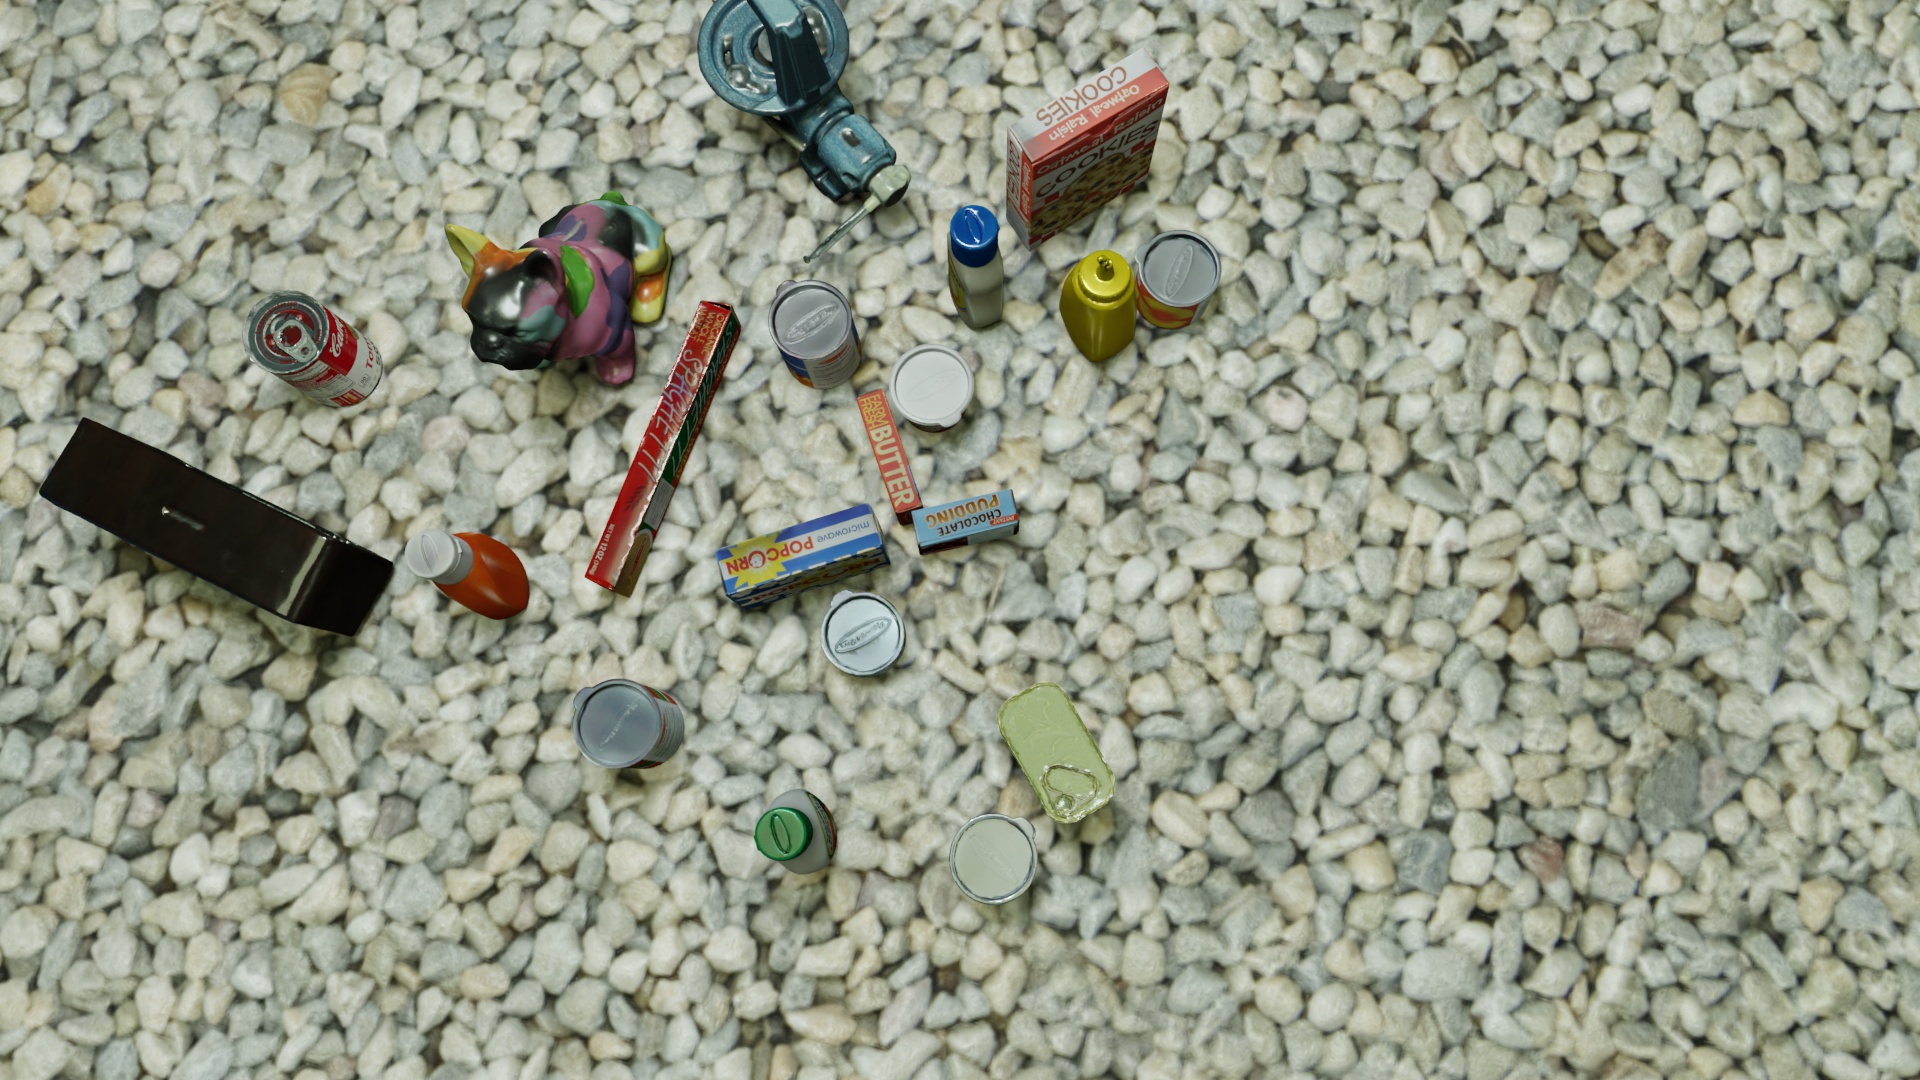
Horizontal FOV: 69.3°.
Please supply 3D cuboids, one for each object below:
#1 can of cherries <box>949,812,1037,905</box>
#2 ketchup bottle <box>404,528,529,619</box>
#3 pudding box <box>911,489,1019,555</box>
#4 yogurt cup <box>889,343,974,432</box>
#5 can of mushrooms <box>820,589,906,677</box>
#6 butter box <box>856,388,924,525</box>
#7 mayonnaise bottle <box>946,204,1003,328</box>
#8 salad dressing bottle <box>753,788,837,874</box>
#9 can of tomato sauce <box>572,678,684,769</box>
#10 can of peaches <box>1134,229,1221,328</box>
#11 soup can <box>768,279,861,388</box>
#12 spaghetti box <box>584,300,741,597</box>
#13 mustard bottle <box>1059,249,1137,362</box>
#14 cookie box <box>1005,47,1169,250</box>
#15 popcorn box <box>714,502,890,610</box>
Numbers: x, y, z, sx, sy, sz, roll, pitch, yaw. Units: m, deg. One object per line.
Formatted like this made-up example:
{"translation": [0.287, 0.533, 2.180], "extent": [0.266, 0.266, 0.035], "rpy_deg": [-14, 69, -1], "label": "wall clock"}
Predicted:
{"translation": [0.027, 0.240, 1.058], "extent": [0.071, 0.058, 0.071], "rpy_deg": [0, 79, 1], "label": "can of cherries"}
{"translation": [-0.377, 0.021, 1.064], "extent": [0.043, 0.148, 0.065], "rpy_deg": [-21, 80, -2], "label": "ketchup bottle"}
{"translation": [0.004, -0.014, 1.112], "extent": [0.084, 0.049, 0.030], "rpy_deg": [-13, 79, -1], "label": "pudding box"}
{"translation": [-0.022, -0.120, 1.131], "extent": [0.072, 0.054, 0.072], "rpy_deg": [0, 79, 1], "label": "yogurt cup"}
{"translation": [-0.078, 0.074, 1.105], "extent": [0.071, 0.033, 0.071], "rpy_deg": [0, 79, 1], "label": "can of mushrooms"}
{"translation": [-0.056, -0.067, 1.122], "extent": [0.024, 0.053, 0.103], "rpy_deg": [-19, 79, -2], "label": "butter box"}
{"translation": [0.011, -0.220, 1.102], "extent": [0.041, 0.148, 0.065], "rpy_deg": [-20, 80, -2], "label": "mayonnaise bottle"}
{"translation": [-0.121, 0.215, 1.021], "extent": [0.044, 0.147, 0.064], "rpy_deg": [-19, 80, -2], "label": "salad dressing bottle"}
{"translation": [-0.256, 0.142, 1.071], "extent": [0.071, 0.083, 0.071], "rpy_deg": [0, 79, 1], "label": "can of tomato sauce"}
{"translation": [0.175, -0.215, 1.143], "extent": [0.071, 0.058, 0.071], "rpy_deg": [0, 79, 1], "label": "can of peaches"}
{"translation": [-0.118, -0.168, 1.128], "extent": [0.071, 0.083, 0.071], "rpy_deg": [0, 79, 1], "label": "soup can"}
{"translation": [-0.239, -0.076, 1.130], "extent": [0.029, 0.050, 0.250], "rpy_deg": [20, 80, 5], "label": "spaghetti box"}
{"translation": [0.111, -0.190, 1.088], "extent": [0.049, 0.160, 0.065], "rpy_deg": [-31, 80, -4], "label": "mustard bottle"}
{"translation": [0.098, -0.307, 1.107], "extent": [0.123, 0.167, 0.040], "rpy_deg": [-32, 80, -4], "label": "cookie box"}
{"translation": [-0.121, 0.014, 1.092], "extent": [0.127, 0.085, 0.038], "rpy_deg": [-18, 80, -2], "label": "popcorn box"}
